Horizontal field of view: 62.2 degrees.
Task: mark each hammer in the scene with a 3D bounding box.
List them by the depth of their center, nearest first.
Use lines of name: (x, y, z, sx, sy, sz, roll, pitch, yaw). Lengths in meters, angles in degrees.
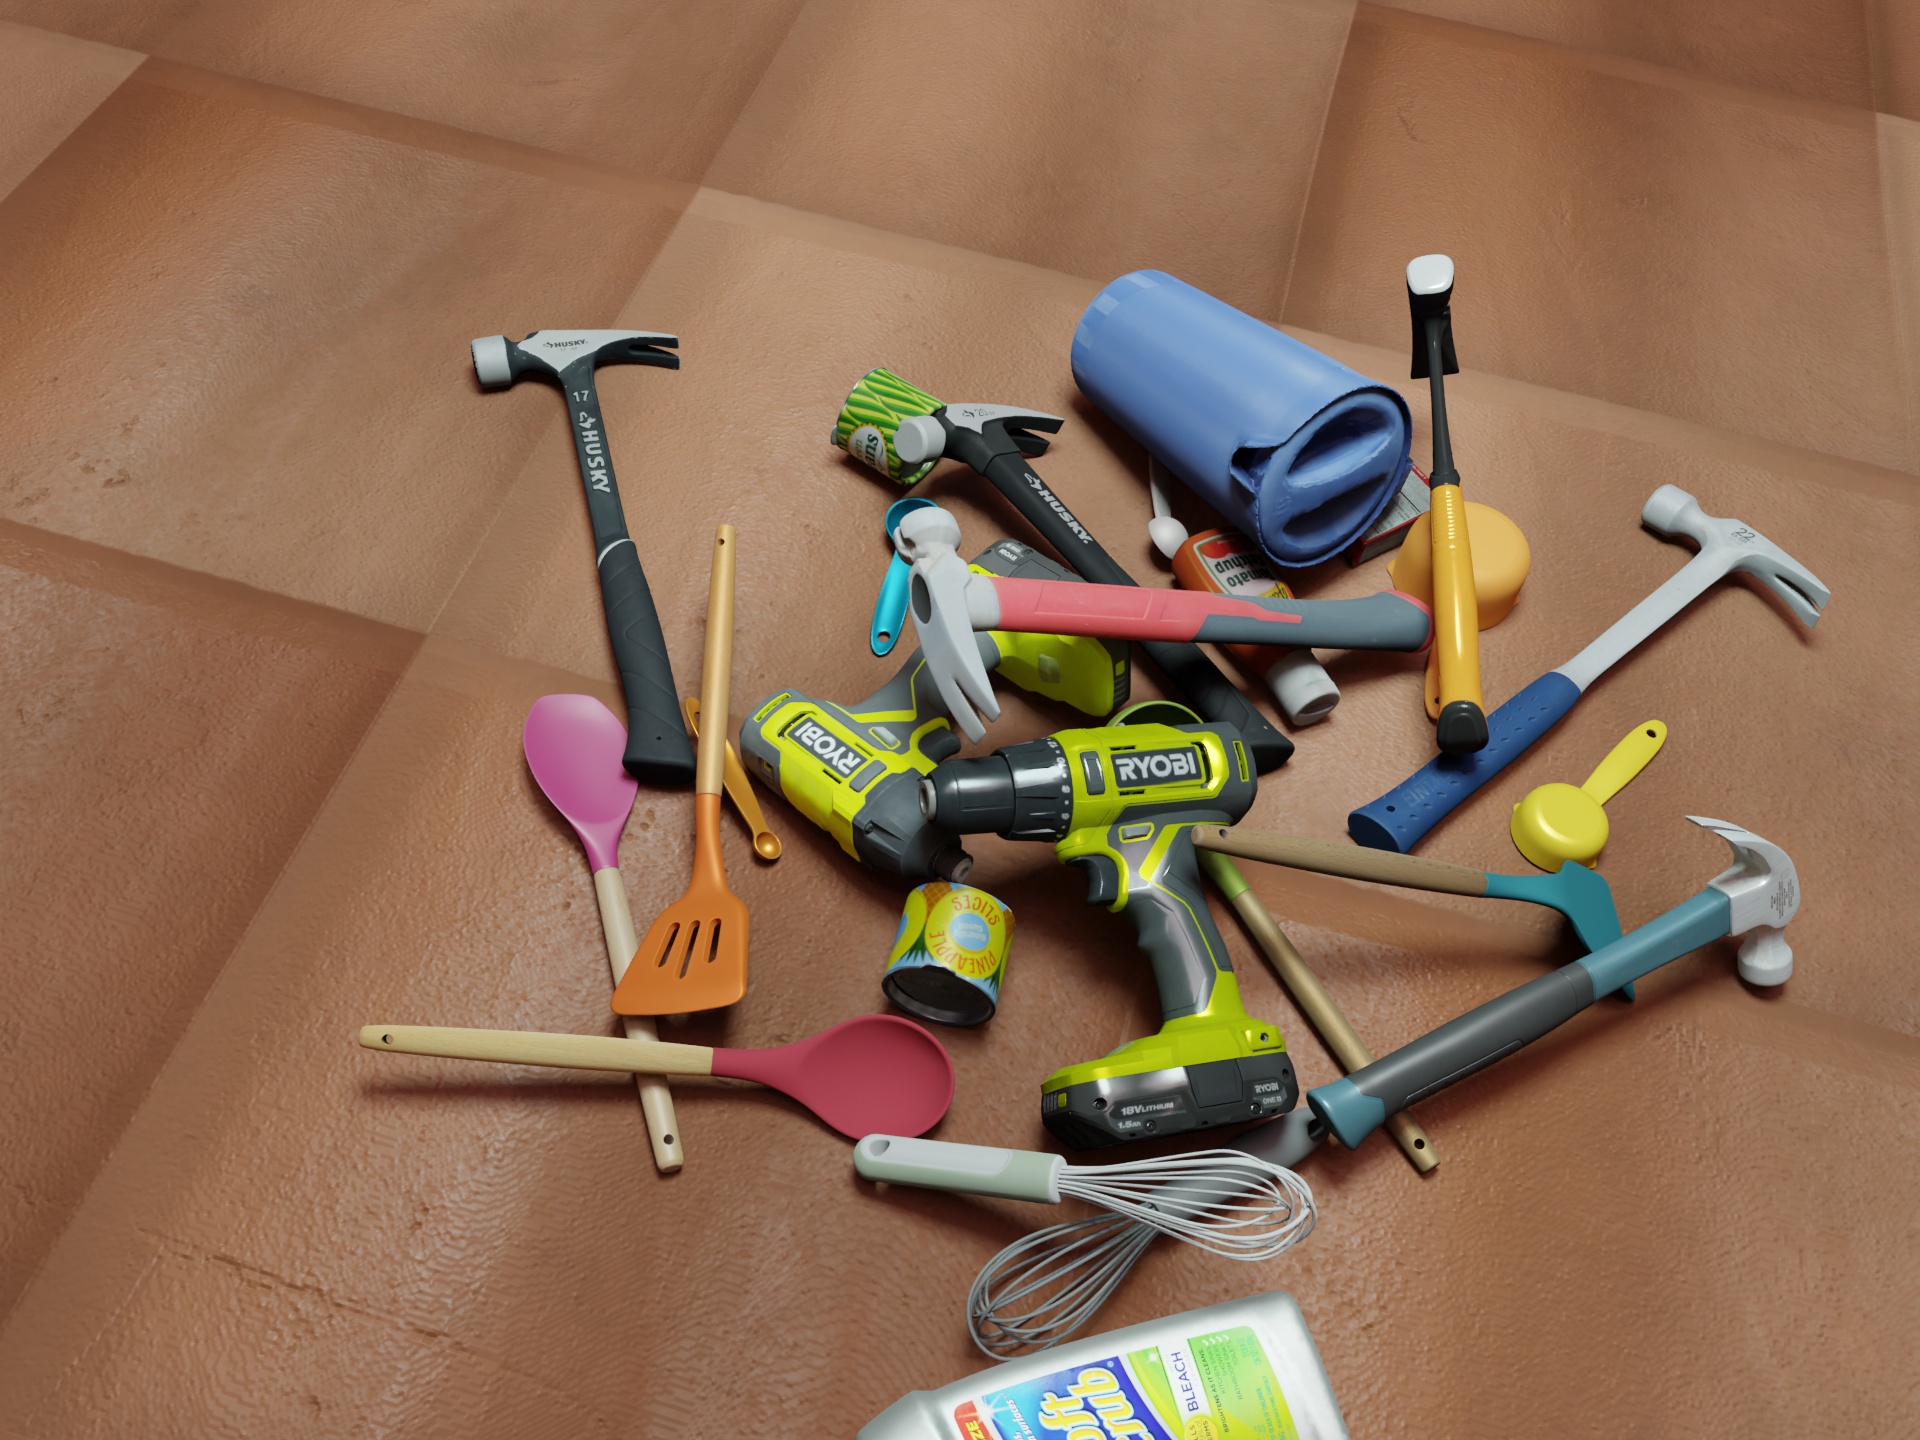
hammer: (0.339, 0.155, 0.892, 0.331, 0.128, 0.033, -23, 28, -15)
hammer: (0.148, -0.051, 0.968, 0.386, 0.038, 0.143, 1, 55, -30)
hammer: (0.321, -0.135, 1.052, 0.034, 0.127, 0.337, -4, 66, 17)
hammer: (0.415, -0.027, 1.063, 0.405, 0.035, 0.144, -34, 55, -23)
hammer: (0.104, -0.095, 1.074, 0.146, 0.035, 0.335, -19, 62, -47)
hammer: (-0.233, -0.127, 1.083, 0.149, 0.036, 0.409, -11, 56, -14)

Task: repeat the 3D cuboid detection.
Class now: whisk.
whisk: (0.056, 0.233, 0.804, 0.246, 0.059, 0.058, 0, 33, 23)
whisk: (0.105, 0.263, 0.838, 0.239, 0.055, 0.055, -22, 60, -24)

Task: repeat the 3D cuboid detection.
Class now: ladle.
ladle: (-0.160, 0.184, 0.857, 0.315, 0.031, 0.069, 6, 80, -8)
ladle: (0.181, 0.121, 0.937, 0.078, 0.062, 0.320, -29, 64, -7)

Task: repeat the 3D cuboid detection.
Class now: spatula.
spatula: (0.268, 0.096, 0.909, 0.317, 0.044, 0.082, 11, 57, -19)
spatula: (-0.152, 0.020, 0.948, 0.081, 0.041, 0.323, -7, 65, 14)

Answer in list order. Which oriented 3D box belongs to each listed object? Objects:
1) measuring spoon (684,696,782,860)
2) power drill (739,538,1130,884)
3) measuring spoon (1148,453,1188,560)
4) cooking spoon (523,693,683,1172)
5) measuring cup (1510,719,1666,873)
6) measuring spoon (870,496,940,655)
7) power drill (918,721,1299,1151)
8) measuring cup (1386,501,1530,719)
measuring spoon: (-0.142, 0.036, 0.978, 0.021, 0.011, 0.117, -13, 68, -49)
power drill: (-0.002, -0.003, 0.986, 0.171, 0.080, 0.223, 34, 61, 30)
measuring spoon: (0.150, -0.163, 1.142, 0.034, 0.018, 0.124, 34, 39, -30)
cooking spoon: (-0.203, 0.112, 0.930, 0.068, 0.017, 0.319, -1, 53, -29)
measuring cup: (0.416, 0.039, 1.028, 0.156, 0.029, 0.062, -38, 66, -25)
measuring spoon: (-0.041, -0.096, 1.096, 0.042, 0.021, 0.129, 12, 64, 4)
power drill: (0.084, 0.113, 0.874, 0.190, 0.080, 0.229, -4, 72, -18)
measuring cup: (0.342, -0.080, 1.090, 0.095, 0.052, 0.174, 15, 53, 6)
